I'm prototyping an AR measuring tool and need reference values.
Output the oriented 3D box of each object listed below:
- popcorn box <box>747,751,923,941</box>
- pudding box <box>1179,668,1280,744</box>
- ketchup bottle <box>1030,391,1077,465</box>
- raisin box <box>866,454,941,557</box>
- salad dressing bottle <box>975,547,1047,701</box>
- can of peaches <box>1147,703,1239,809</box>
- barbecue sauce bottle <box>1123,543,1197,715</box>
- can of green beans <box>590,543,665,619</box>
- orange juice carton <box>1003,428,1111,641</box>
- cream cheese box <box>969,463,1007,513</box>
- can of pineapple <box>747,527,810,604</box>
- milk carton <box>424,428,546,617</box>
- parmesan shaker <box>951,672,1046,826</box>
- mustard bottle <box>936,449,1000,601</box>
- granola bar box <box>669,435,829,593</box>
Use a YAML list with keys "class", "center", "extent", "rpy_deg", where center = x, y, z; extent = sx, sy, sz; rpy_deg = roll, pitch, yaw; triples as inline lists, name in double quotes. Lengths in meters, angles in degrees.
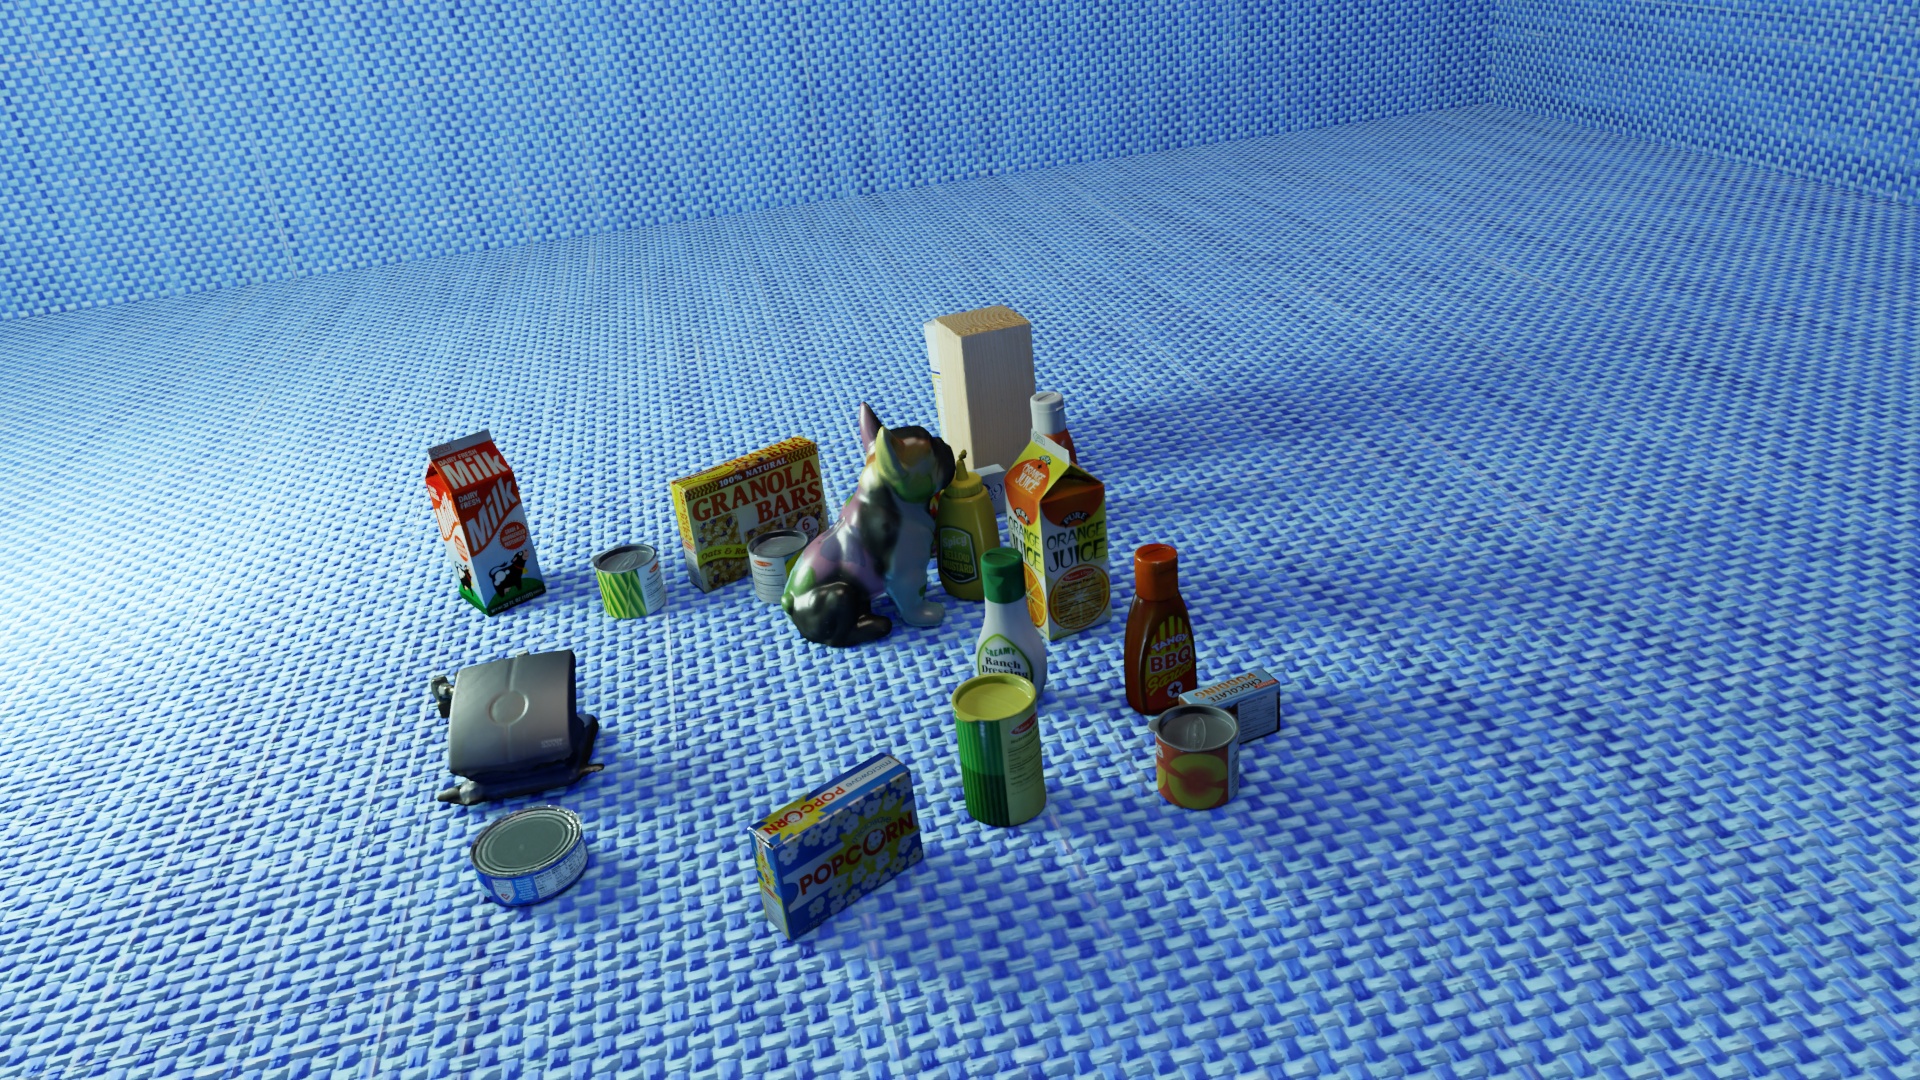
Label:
- class: "popcorn box"
  center: [-0.089, 0.223, 1.024]
  extent: [0.127, 0.084, 0.038]
  rpy_deg: [-25, 32, -34]
- class: "pudding box"
  center: [0.225, 0.143, 1.157]
  extent: [0.084, 0.049, 0.030]
  rpy_deg: [-16, 27, -18]
- class: "ketchup bottle"
  center: [0.102, -0.090, 1.545]
  extent: [0.043, 0.148, 0.065]
  rpy_deg: [19, 35, 41]
- class: "raisin box"
  center: [-0.051, -0.041, 1.508]
  extent: [0.086, 0.122, 0.040]
  rpy_deg: [-10, 26, -8]
- class: "salad dressing bottle"
  center: [0.042, 0.078, 1.218]
  extent: [0.064, 0.147, 0.044]
  rpy_deg: [6, 29, 25]
- class: "can of peaches"
  center: [0.185, 0.171, 1.101]
  extent: [0.071, 0.057, 0.071]
  rpy_deg: [-5, 26, 3]
- class: "barbecue sauce bottle"
  center: [0.170, 0.075, 1.195]
  extent: [0.065, 0.147, 0.044]
  rpy_deg: [-17, 28, -21]
- class: "can of green beans"
  center: [-0.351, 0.043, 1.477]
  extent: [0.071, 0.057, 0.071]
  rpy_deg: [-5, 26, 3]
- class: "orange juice carton"
  center: [0.093, -0.009, 1.333]
  extent: [0.073, 0.191, 0.072]
  rpy_deg: [-17, 28, -20]
- class: "cream cheese box"
  center: [0.004, -0.049, 1.591]
  extent: [0.104, 0.053, 0.024]
  rpy_deg: [-15, 27, -17]
- class: "can of pineapple"
  center: [-0.188, 0.027, 1.474]
  extent: [0.071, 0.057, 0.071]
  rpy_deg: [-5, 26, 3]
- class: "milk carton"
  center: [-0.516, -0.023, 1.496]
  extent: [0.072, 0.189, 0.073]
  rpy_deg: [-26, 32, -35]
- class: "parmesan shaker"
  center: [0.029, 0.166, 1.094]
  extent: [0.071, 0.102, 0.071]
  rpy_deg: [-5, 26, 3]
- class: "mustard bottle"
  center: [0.005, -0.018, 1.406]
  extent: [0.065, 0.159, 0.049]
  rpy_deg: [10, 30, 30]
- class: "granola bar box"
  center: [-0.228, -0.031, 1.525]
  extent: [0.166, 0.123, 0.039]
  rpy_deg: [-24, 31, -31]
